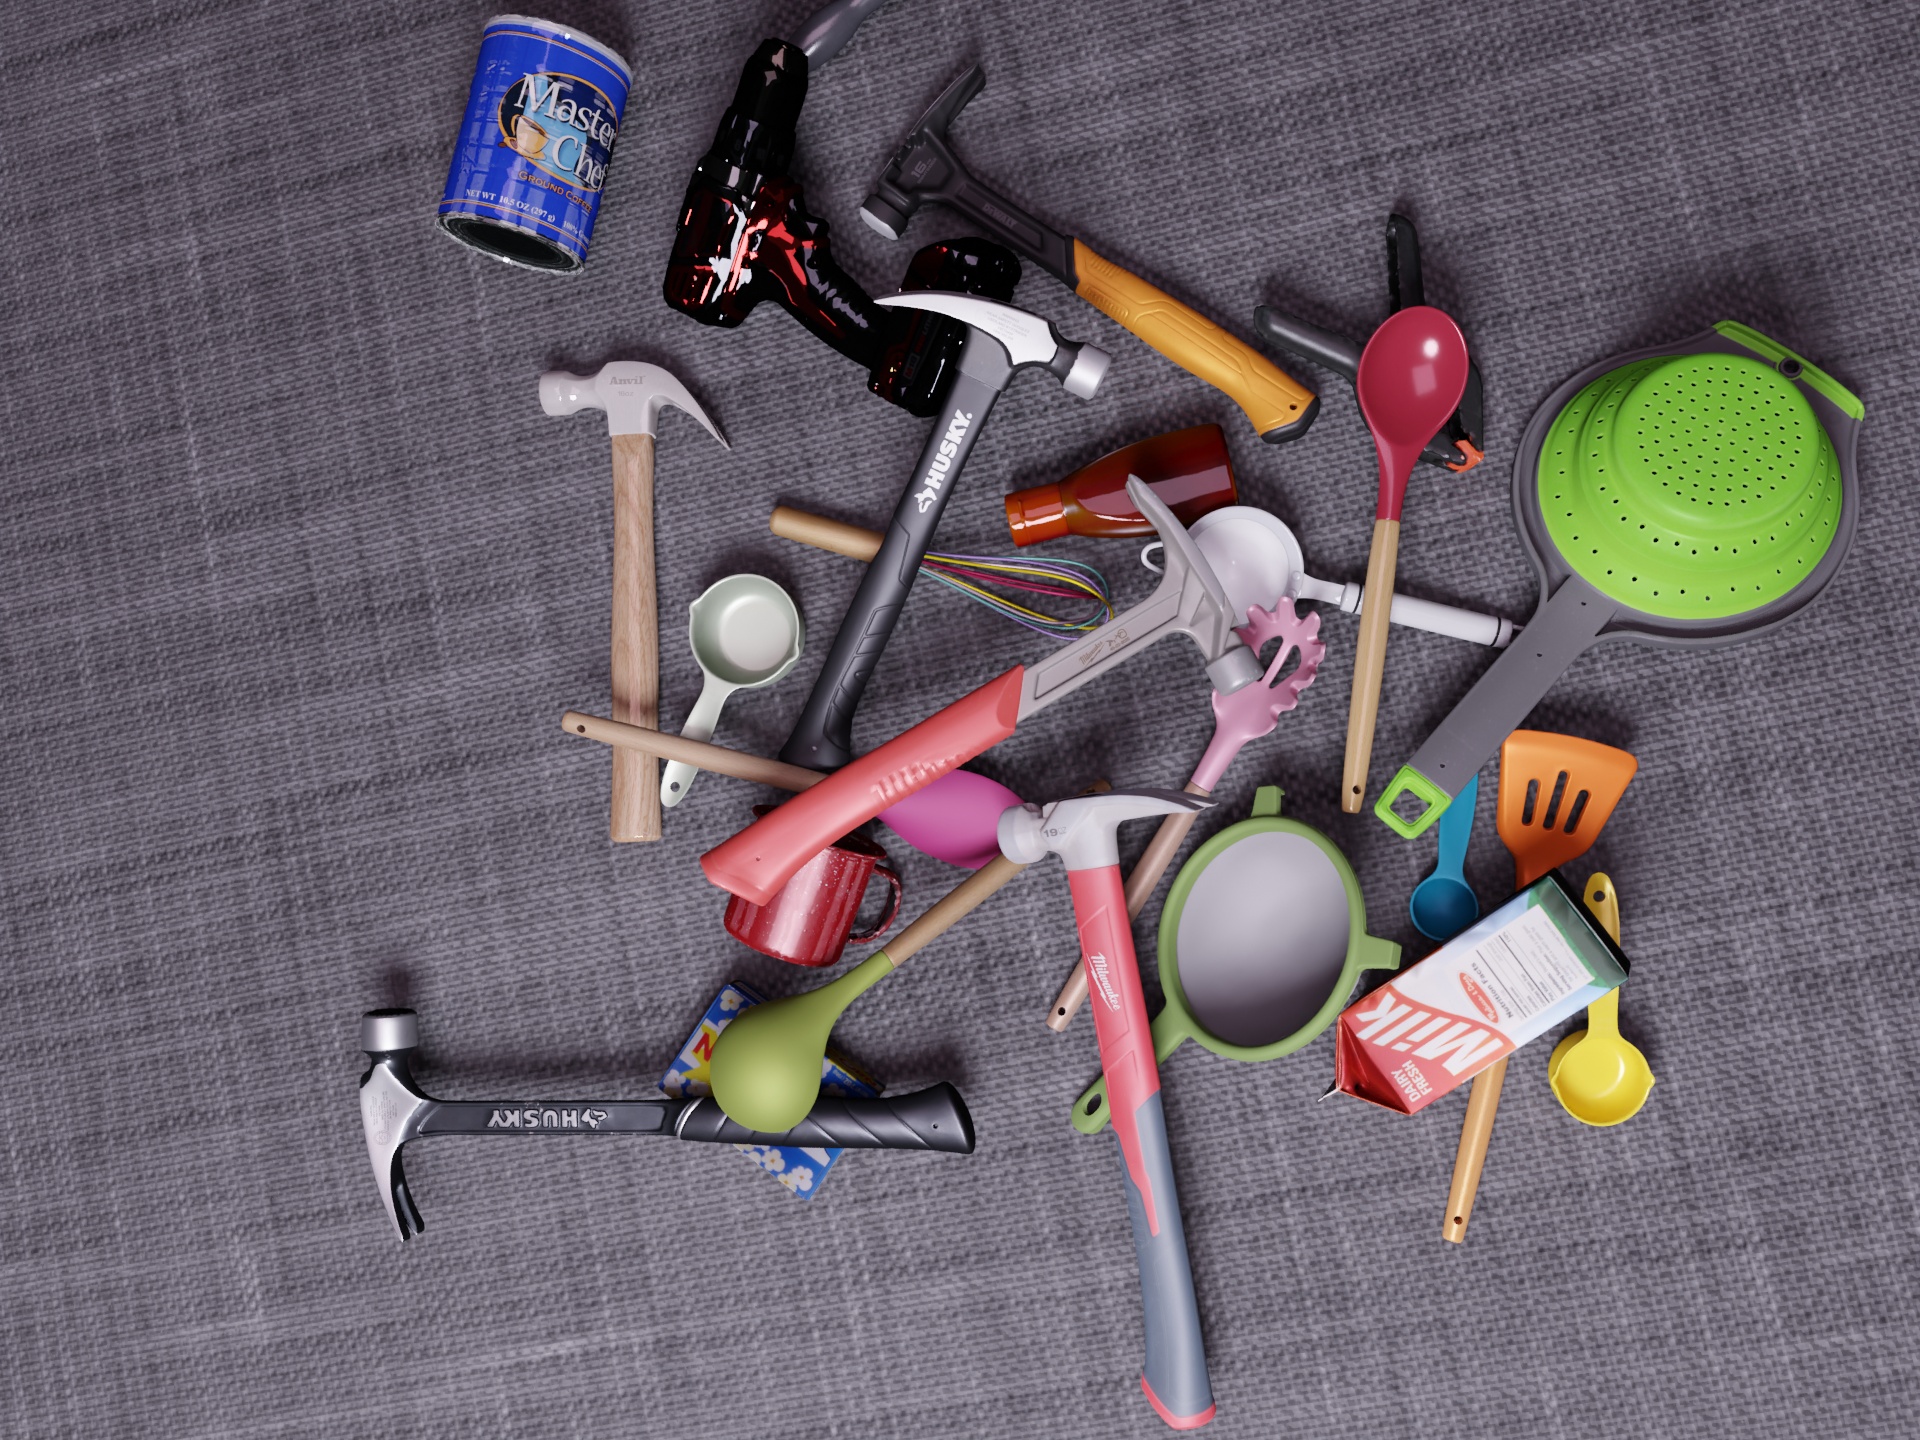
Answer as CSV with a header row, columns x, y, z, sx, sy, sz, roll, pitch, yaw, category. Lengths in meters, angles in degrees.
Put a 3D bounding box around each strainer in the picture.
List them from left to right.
x,y,z,sx,sy,sz,roll,pitch,yaw,category
0.169,0.177,1.003,0.256,0.069,0.152,-51,43,21,strainer
0.242,-0.080,1.023,0.258,0.050,0.087,14,105,3,strainer

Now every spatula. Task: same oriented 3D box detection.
x,y,z,sx,sy,sz,roll,pitch,yaw,category
0.343,0.168,0.991,0.081,0.041,0.322,13,89,10,spatula

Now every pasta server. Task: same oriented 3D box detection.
x,y,z,sx,sy,sz,roll,pitch,yaw,category
0.138,0.065,1.018,0.060,0.040,0.316,33,97,18,pasta server

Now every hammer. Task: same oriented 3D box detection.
x,y,z,sx,sy,sz,roll,pitch,yaw,category
-0.222,-0.083,1.095,0.130,0.031,0.331,-2,86,9,hammer
-0.194,0.262,1.026,0.409,0.036,0.149,-1,87,9,hammer
-0.042,-0.113,1.019,0.146,0.035,0.334,25,108,-4,hammer
-0.002,-0.003,0.975,0.359,0.036,0.149,-30,83,-3,hammer
0.099,-0.298,1.061,0.337,0.034,0.127,37,93,9,hammer
0.119,0.234,0.961,0.143,0.038,0.386,-10,90,38,hammer

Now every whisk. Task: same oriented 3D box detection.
x,y,z,sx,sy,sz,roll,pitch,yaw,category
-0.014,-0.106,1.061,0.245,0.047,0.051,17,90,12,whisk
-0.013,-0.538,1.087,0.284,0.070,0.070,-38,82,9,whisk

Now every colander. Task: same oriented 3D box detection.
x,y,z,sx,sy,sz,roll,pitch,yaw,category
0.387,-0.091,0.947,0.205,0.094,0.397,41,86,18,colander

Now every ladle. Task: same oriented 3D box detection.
x,y,z,sx,sy,sz,roll,pitch,yaw,category
-0.024,0.141,1.011,0.320,0.062,0.078,-37,57,-17,ladle
0.265,-0.099,0.992,0.069,0.031,0.315,8,90,-2,ladle

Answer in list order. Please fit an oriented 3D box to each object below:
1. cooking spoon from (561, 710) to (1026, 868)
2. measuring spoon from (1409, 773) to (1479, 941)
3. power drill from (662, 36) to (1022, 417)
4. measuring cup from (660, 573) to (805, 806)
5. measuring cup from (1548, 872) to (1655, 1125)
x,y,z,sx,sy,sz,roll,pitch,yaw,category
-0.106,0.039,1.047,0.319,0.017,0.068,14,112,0,cooking spoon
0.314,0.078,1.016,0.042,0.021,0.129,9,78,10,measuring spoon
-0.077,-0.319,1.043,0.227,0.080,0.187,29,113,11,power drill
-0.161,-0.018,1.079,0.083,0.038,0.167,25,92,9,measuring cup
0.391,0.169,0.980,0.062,0.029,0.156,-2,93,4,measuring cup
